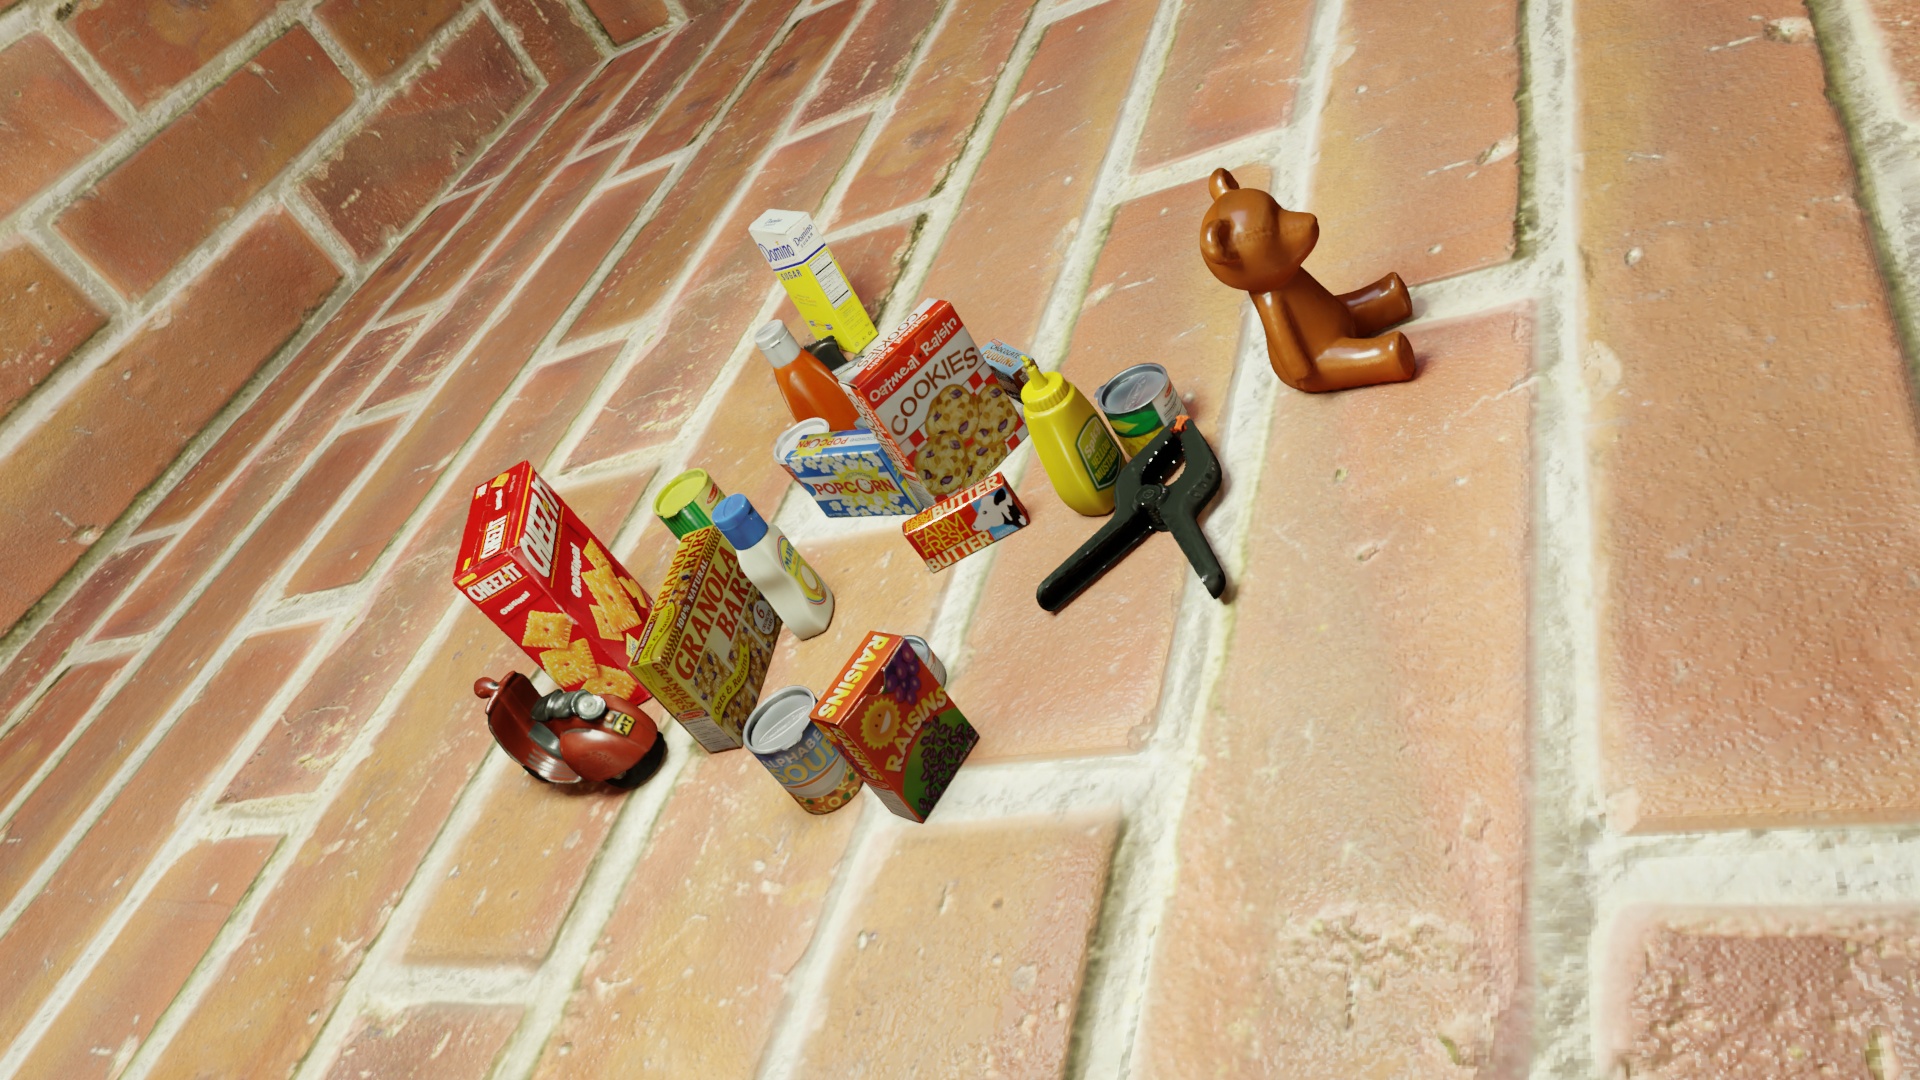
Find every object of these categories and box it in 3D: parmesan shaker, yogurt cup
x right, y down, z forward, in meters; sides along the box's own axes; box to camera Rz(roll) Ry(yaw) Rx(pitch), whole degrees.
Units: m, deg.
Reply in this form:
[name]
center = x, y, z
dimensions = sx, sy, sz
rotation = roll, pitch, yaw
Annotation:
[parmesan shaker]
center = -0.257, -0.013, 1.414
dimensions = 0.071, 0.102, 0.072
rotation = -22, 36, 17
[yogurt cup]
center = -0.156, -0.088, 1.466
dimensions = 0.072, 0.053, 0.073
rotation = -22, 36, 17

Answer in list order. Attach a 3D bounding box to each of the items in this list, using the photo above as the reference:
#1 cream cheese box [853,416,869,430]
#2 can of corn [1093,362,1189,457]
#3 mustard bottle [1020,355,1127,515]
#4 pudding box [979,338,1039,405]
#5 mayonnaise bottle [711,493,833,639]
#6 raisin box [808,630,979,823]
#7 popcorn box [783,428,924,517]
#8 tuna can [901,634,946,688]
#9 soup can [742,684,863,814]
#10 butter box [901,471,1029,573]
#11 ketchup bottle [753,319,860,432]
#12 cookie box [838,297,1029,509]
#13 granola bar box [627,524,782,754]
[cream cheese box]
center = -0.060, -0.098, 1.400
dimensions = 0.024, 0.053, 0.104
rotation = -46, 36, -17
[can of corn]
center = 0.161, -0.114, 1.231
dimensions = 0.071, 0.058, 0.071
rotation = -22, 36, 17
[mustard bottle]
center = 0.089, -0.093, 1.173
dimensions = 0.049, 0.159, 0.065
rotation = 2, 48, 42
[pudding box]
center = 0.053, -0.168, 1.396
dimensions = 0.030, 0.049, 0.084
rotation = -39, 34, -7
[mayonnaise bottle]
center = -0.169, 0.021, 1.258
dimensions = 0.041, 0.147, 0.065
rotation = -22, 36, 18
[raisin box]
center = -0.047, 0.139, 1.033
dimensions = 0.040, 0.123, 0.086
rotation = 7, 51, 45
[popcorn box]
center = -0.099, -0.066, 1.364
dimensions = 0.126, 0.085, 0.038
rotation = -1, 46, 39
[tuna can]
center = -0.049, 0.114, 1.147
dimensions = 0.071, 0.032, 0.071
rotation = -22, 36, 17
[soup can]
center = -0.121, 0.167, 1.095
dimensions = 0.071, 0.083, 0.072
rotation = -22, 36, 17
[butter box]
center = 0.004, -0.016, 1.244
dimensions = 0.103, 0.053, 0.024
rotation = -27, 34, 10
[ketchup bottle]
center = -0.167, -0.169, 1.491
dimensions = 0.065, 0.148, 0.044
rotation = -33, 34, 3
[cookie box]
center = -0.021, -0.123, 1.297
dimensions = 0.123, 0.167, 0.040
rotation = -46, 35, -17
[granola bar box]
center = -0.223, 0.088, 1.243
dimensions = 0.039, 0.123, 0.166
rotation = -17, 38, 25
